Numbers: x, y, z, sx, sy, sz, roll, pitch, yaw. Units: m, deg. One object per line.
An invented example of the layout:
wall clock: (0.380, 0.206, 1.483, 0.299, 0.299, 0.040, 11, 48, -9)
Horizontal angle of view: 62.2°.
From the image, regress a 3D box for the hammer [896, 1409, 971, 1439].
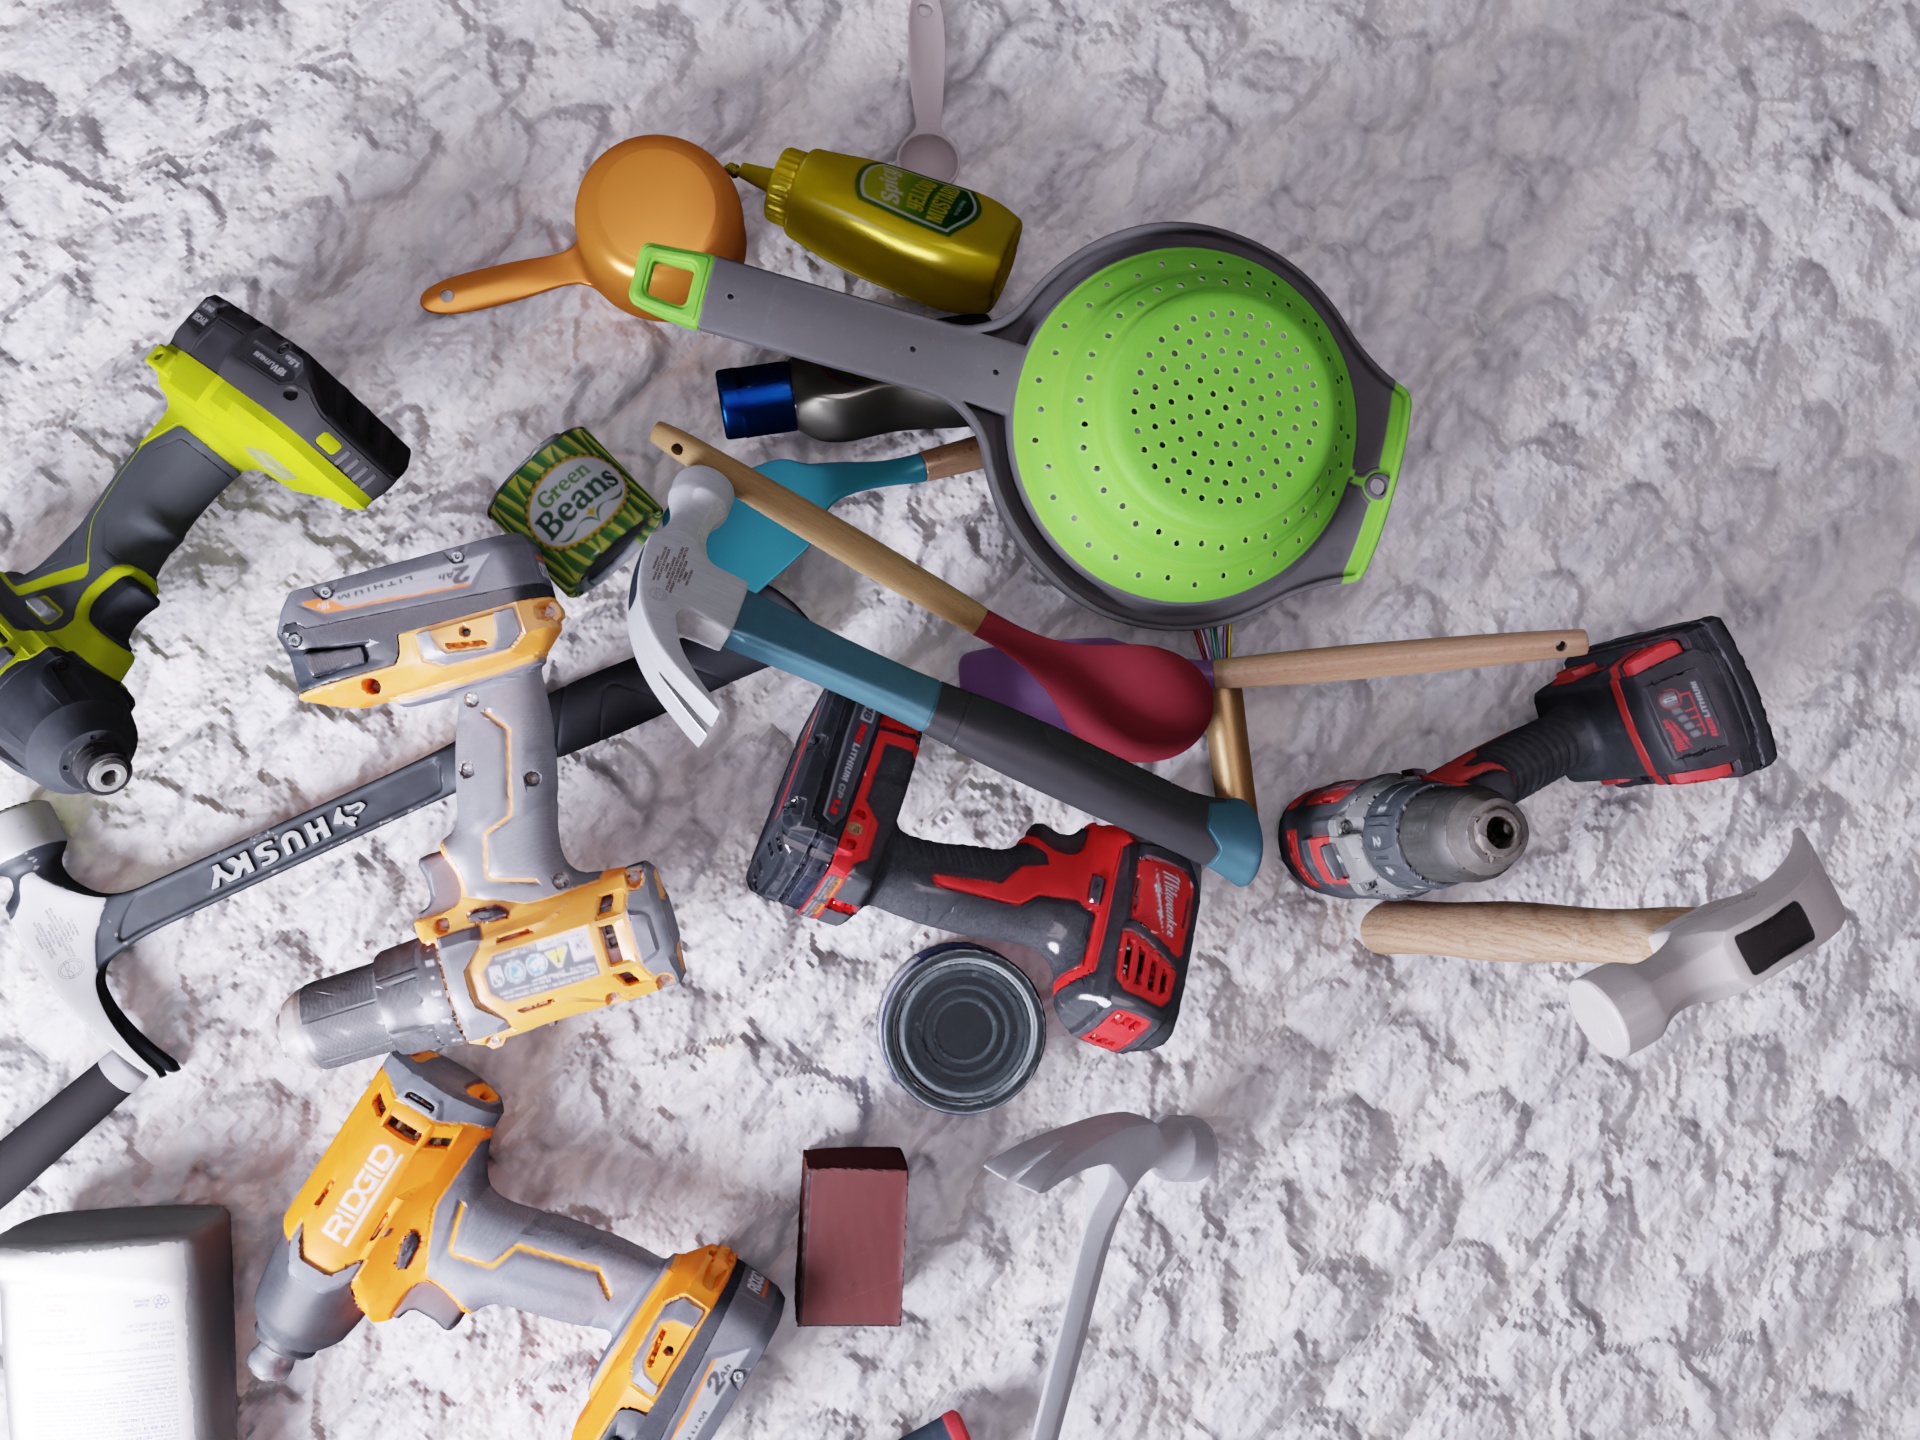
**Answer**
hammer: (-0.175, 0.415, 0.750, 0.386, 0.038, 0.143, -22, 115, -11)

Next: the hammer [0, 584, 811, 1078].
hammer: (-0.260, 0.033, 0.793, 0.409, 0.036, 0.149, -25, 90, -9)

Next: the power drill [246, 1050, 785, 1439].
power drill: (-0.217, 0.281, 0.757, 0.226, 0.084, 0.164, 32, 83, 1)

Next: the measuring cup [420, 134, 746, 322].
measuring cup: (-0.194, -0.243, 0.814, 0.173, 0.052, 0.095, -18, 88, -10)

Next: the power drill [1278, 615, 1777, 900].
power drill: (0.284, 0.026, 0.786, 0.226, 0.188, 0.080, -22, 89, -12)

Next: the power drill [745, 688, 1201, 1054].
power drill: (0.018, 0.063, 0.792, 0.219, 0.078, 0.143, 24, 55, -9)

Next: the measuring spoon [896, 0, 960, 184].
measuring spoon: (-0.019, -0.342, 0.866, 0.034, 0.018, 0.124, 1, 78, -7)

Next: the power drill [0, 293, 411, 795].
power drill: (-0.371, -0.077, 0.738, 0.171, 0.080, 0.223, 31, 78, 34)

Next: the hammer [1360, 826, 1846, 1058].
hammer: (0.256, 0.092, 0.700, 0.130, 0.331, 0.031, -24, 87, -9)

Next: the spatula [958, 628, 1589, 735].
spatula: (0.156, -0.024, 0.815, 0.316, 0.018, 0.059, -6, 104, 9)

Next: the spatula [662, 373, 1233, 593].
spatula: (0.002, -0.134, 0.838, 0.317, 0.044, 0.082, -17, 59, -15)

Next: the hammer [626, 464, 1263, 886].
hammer: (-0.001, -0.002, 0.755, 0.331, 0.033, 0.128, 24, 54, -12)

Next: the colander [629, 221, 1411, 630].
colander: (0.037, -0.165, 0.757, 0.397, 0.094, 0.204, 14, 92, -7)

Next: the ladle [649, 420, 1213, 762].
ladle: (-0.012, -0.063, 0.786, 0.315, 0.031, 0.069, 29, 116, -9)

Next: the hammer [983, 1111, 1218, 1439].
hammer: (0.027, 0.389, 0.774, 0.144, 0.035, 0.405, 16, 88, -45)

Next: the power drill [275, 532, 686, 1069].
power drill: (-0.246, 0.044, 0.741, 0.185, 0.084, 0.226, -17, 94, -8)

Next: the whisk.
whisk: (0.132, -0.045, 0.847, 0.047, 0.051, 0.245, -8, 91, 3)

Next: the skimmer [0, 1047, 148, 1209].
skimmer: (-0.540, 0.269, 0.711, 0.363, 0.090, 0.127, -41, 60, -11)
